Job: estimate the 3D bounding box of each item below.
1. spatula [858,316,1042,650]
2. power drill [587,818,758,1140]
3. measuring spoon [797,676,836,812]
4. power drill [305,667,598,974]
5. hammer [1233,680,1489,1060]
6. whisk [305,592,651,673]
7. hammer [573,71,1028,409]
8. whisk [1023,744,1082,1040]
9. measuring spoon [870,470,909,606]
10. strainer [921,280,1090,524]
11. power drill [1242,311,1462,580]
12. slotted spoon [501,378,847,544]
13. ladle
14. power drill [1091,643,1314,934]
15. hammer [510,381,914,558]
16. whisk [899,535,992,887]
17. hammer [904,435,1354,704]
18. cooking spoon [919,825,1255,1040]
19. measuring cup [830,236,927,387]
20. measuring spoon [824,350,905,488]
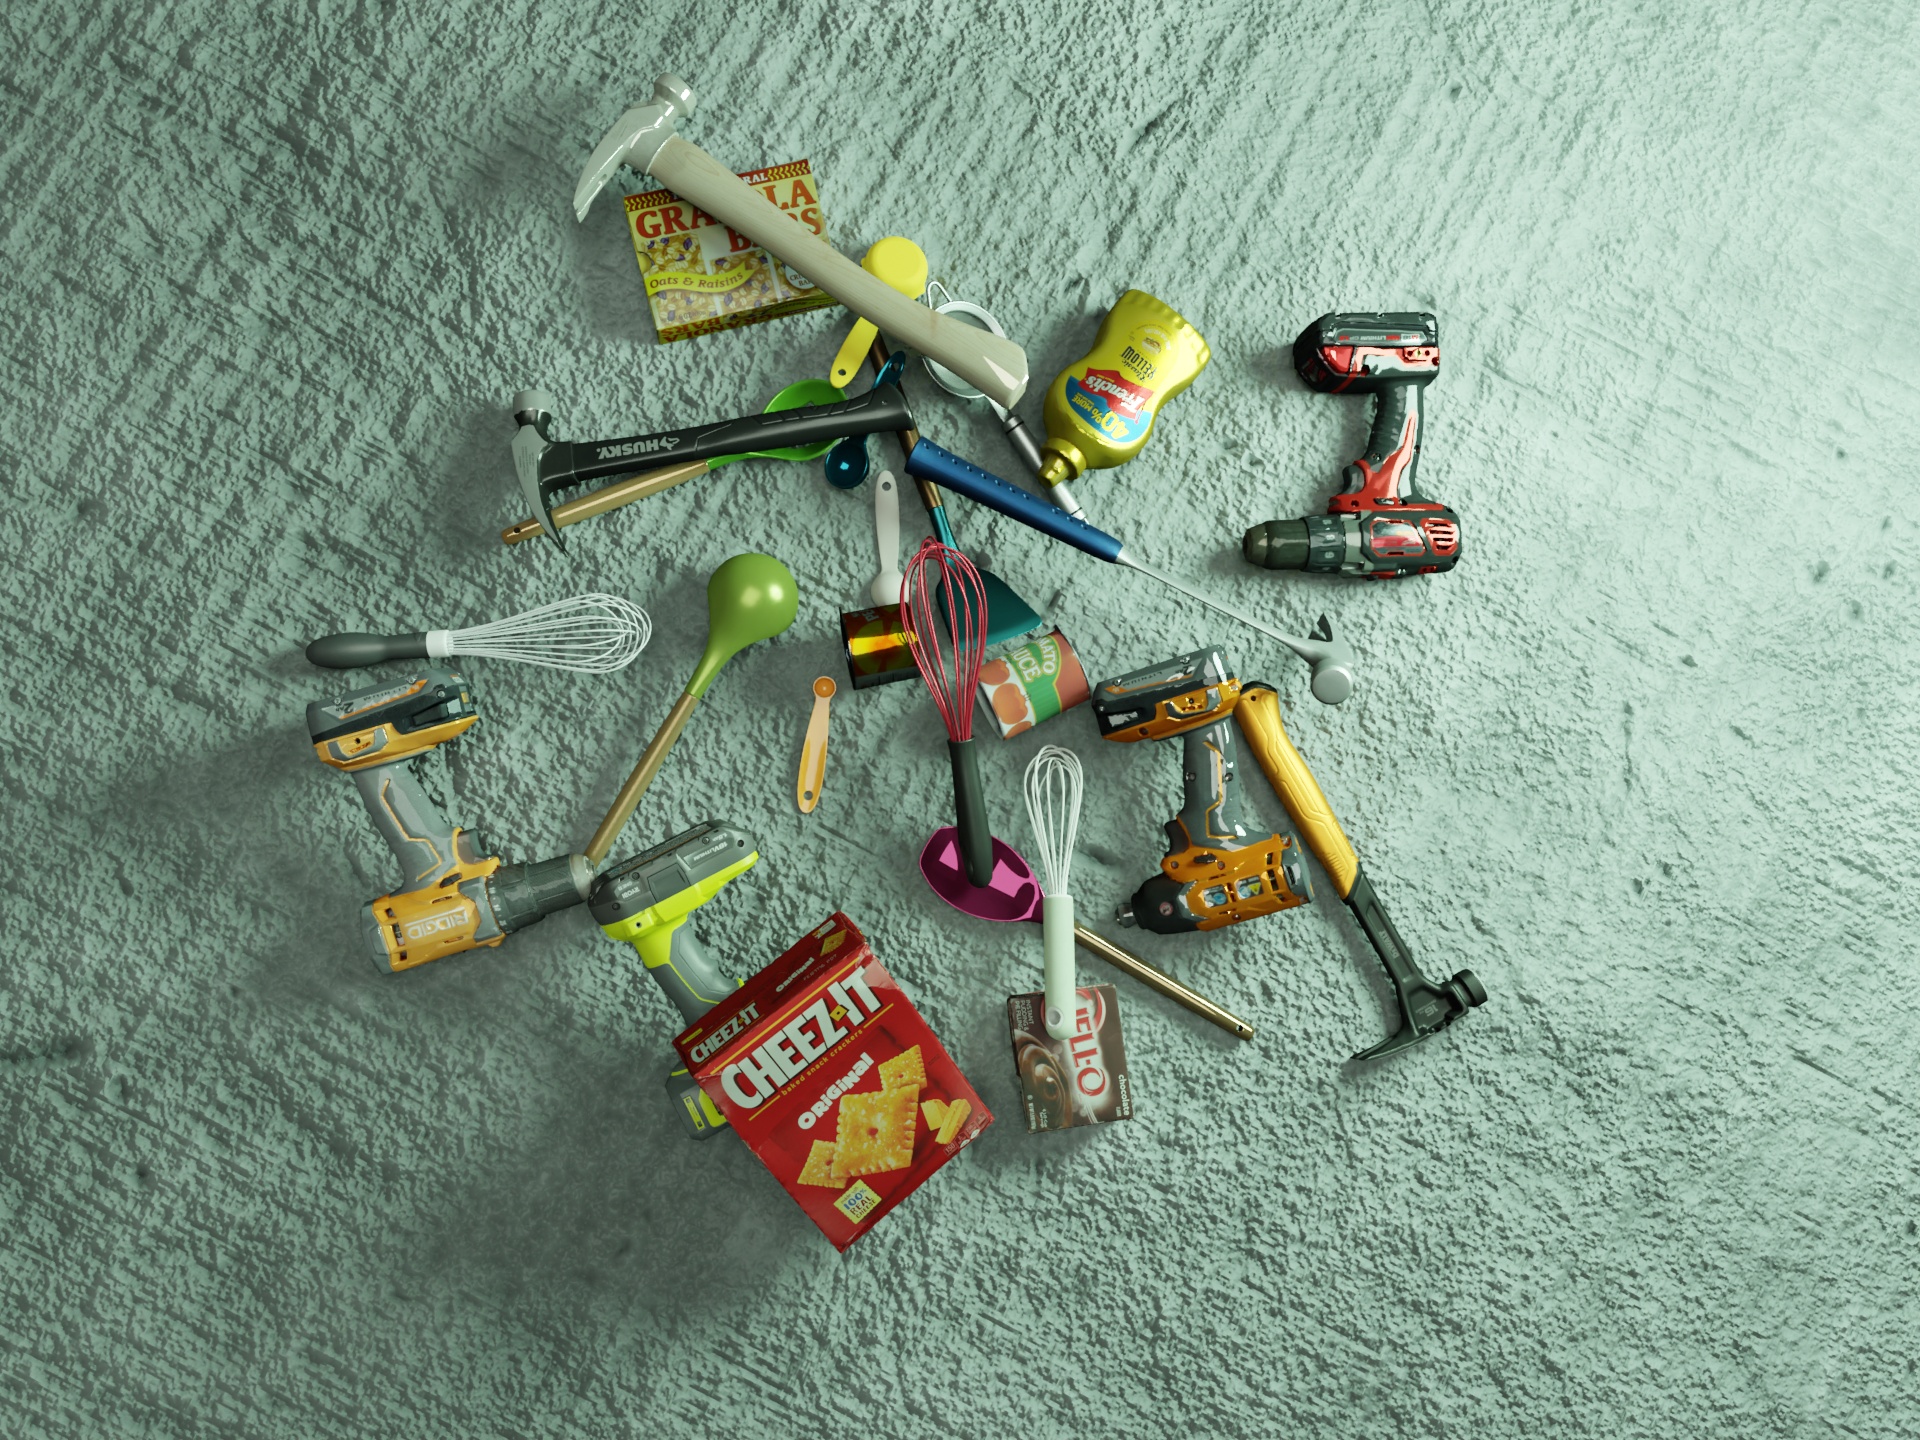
[{"bbox_3d":[-0.026,-0.209,1.365,0.082,0.044,0.317,-19,83,-18],"label":"spatula"},{"bbox_3d":[-0.185,0.199,1.273,0.171,0.080,0.223,-27,98,-16],"label":"power drill"},{"bbox_3d":[-0.122,0.021,1.347,0.021,0.011,0.117,8,86,-3],"label":"measuring spoon"},{"bbox_3d":[-0.405,0.073,1.271,0.185,0.084,0.226,-16,94,-4],"label":"power drill"},{"bbox_3d":[0.315,0.121,1.360,0.127,0.034,0.337,-28,86,-9],"label":"hammer"},{"bbox_3d":[-0.397,-0.066,1.313,0.284,0.070,0.070,-4,83,0],"label":"whisk"},{"bbox_3d":[-0.126,-0.377,1.331,0.410,0.038,0.146,34,79,4],"label":"hammer"},{"bbox_3d":[0.081,0.139,1.316,0.058,0.059,0.246,-11,71,35],"label":"whisk"},{"bbox_3d":[-0.062,-0.156,1.368,0.034,0.018,0.124,-2,82,-5],"label":"measuring spoon"},{"bbox_3d":[0.039,-0.262,1.380,0.087,0.050,0.258,-36,93,-25],"label":"strainer"},{"bbox_3d":[0.336,-0.234,1.386,0.188,0.080,0.227,-2,86,-5],"label":"power drill"},{"bbox_3d":[-0.241,-0.213,1.356,0.314,0.031,0.070,-22,78,-5],"label":"slotted spoon"},{"bbox_3d":[-0.237,0.001,1.329,0.078,0.062,0.320,31,88,-4],"label":"ladle"},{"bbox_3d":[0.184,0.065,1.326,0.164,0.084,0.226,-18,89,12],"label":"power drill"},{"bbox_3d":[-0.205,-0.229,1.328,0.335,0.035,0.146,-9,73,0],"label":"hammer"},{"bbox_3d":[-0.002,-0.004,1.292,0.073,0.073,0.295,-9,103,-6],"label":"whisk"},{"bbox_3d":[0.142,-0.134,1.332,0.405,0.144,0.035,27,113,2],"label":"hammer"},{"bbox_3d":[0.109,0.185,1.341,0.319,0.017,0.069,31,78,0],"label":"cooking spoon"},{"bbox_3d":[-0.075,-0.353,1.370,0.062,0.029,0.157,26,68,-5],"label":"measuring cup"},{"bbox_3d":[-0.075,-0.256,1.367,0.042,0.021,0.128,28,94,26],"label":"measuring spoon"}]
